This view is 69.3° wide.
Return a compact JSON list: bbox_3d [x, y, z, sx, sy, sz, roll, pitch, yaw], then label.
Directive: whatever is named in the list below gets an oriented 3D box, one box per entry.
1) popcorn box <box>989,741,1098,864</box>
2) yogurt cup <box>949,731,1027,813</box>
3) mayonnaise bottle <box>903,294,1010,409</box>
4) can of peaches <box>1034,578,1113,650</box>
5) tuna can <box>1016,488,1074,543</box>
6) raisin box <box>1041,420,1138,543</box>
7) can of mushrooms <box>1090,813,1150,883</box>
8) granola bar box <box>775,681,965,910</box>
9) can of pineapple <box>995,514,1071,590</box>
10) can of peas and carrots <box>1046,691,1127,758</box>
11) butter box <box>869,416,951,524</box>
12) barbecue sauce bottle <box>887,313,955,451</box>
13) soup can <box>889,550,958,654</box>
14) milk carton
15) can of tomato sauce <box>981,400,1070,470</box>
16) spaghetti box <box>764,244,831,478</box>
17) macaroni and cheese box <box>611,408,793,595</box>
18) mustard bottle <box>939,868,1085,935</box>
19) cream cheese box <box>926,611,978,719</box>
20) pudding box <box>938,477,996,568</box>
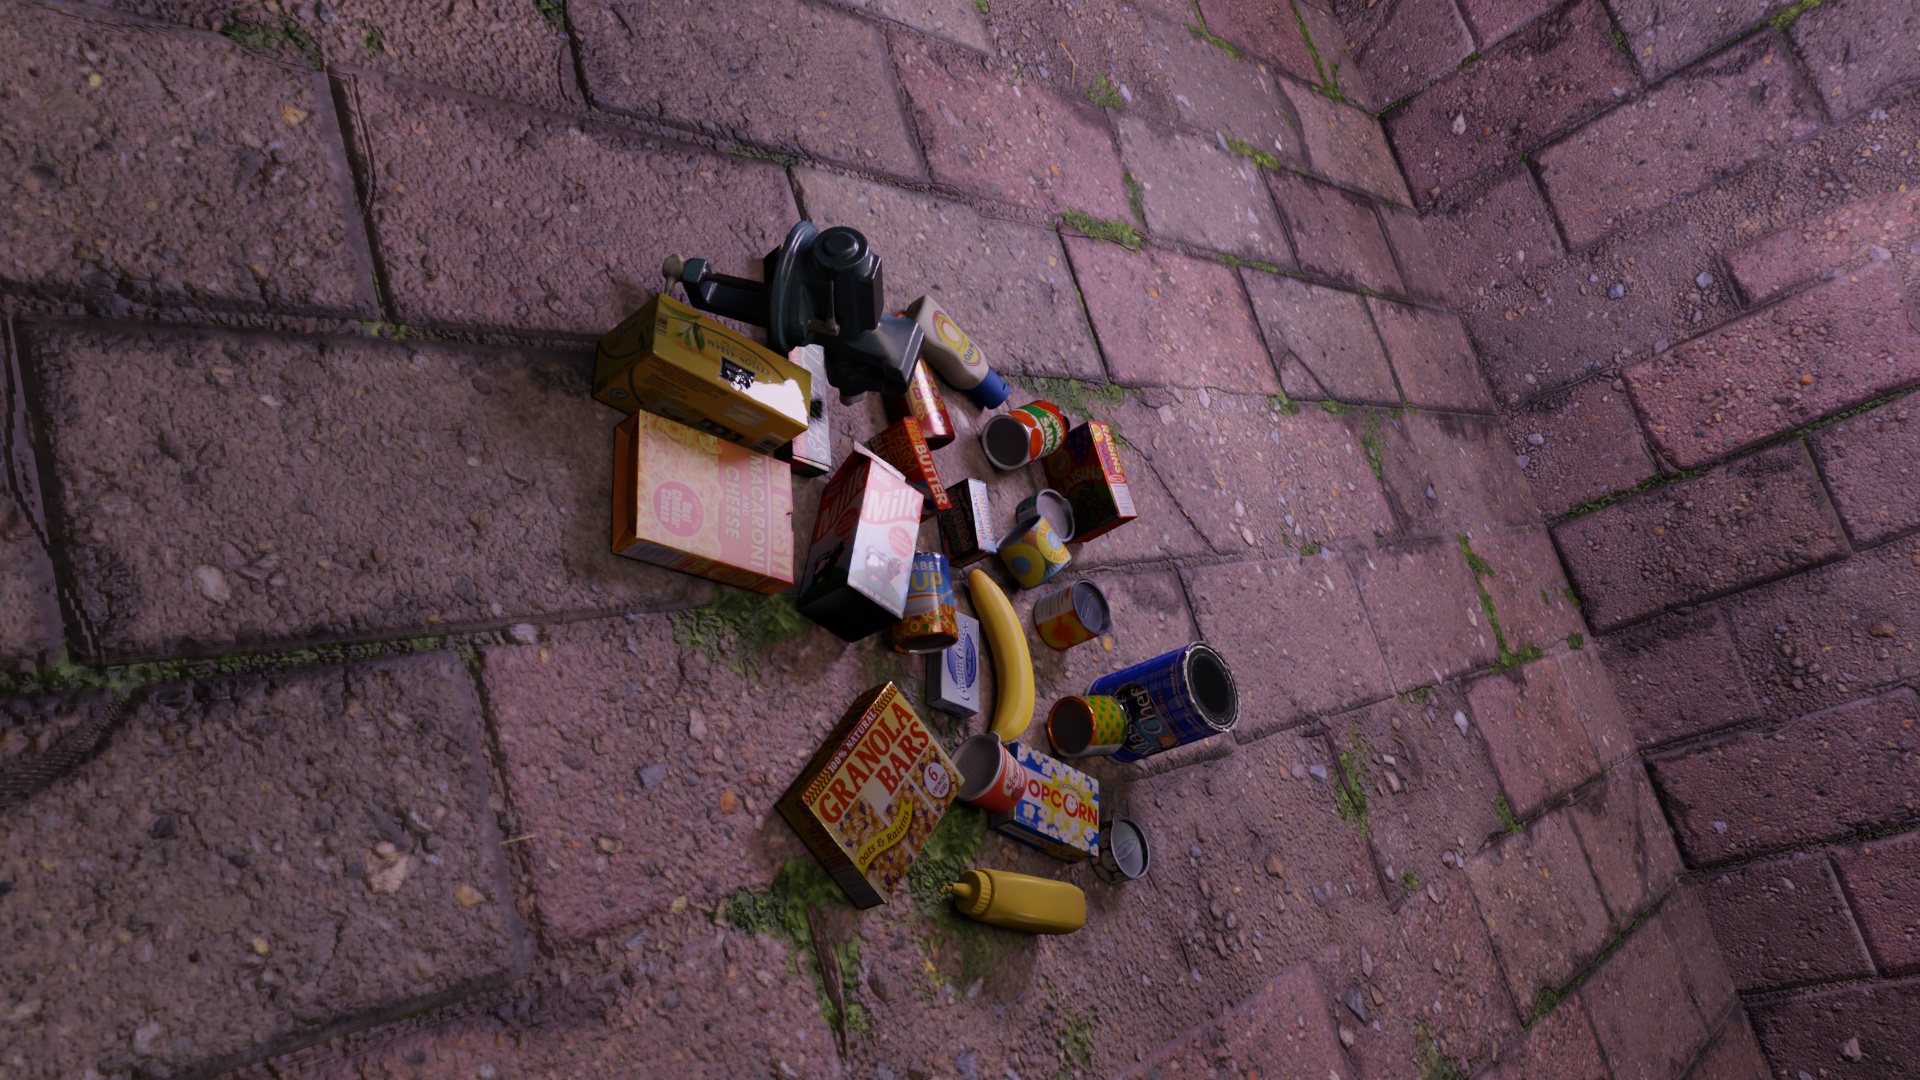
[{"bbox_3d":[0.085,0.265,1.400,0.126,0.038,0.085,31,47,-35],"label":"popcorn box"},{"bbox_3d":[0.027,0.228,1.336,0.054,0.072,0.073,41,42,-38],"label":"yogurt cup"},{"bbox_3d":[-0.005,-0.208,1.572,0.148,0.041,0.065,41,41,-25],"label":"mayonnaise bottle"},{"bbox_3d":[0.125,0.084,1.537,0.071,0.058,0.071,28,49,-38],"label":"can of peaches"},{"bbox_3d":[0.099,-0.024,1.590,0.071,0.032,0.071,27,50,-38],"label":"tuna can"},{"bbox_3d":[0.148,-0.068,1.631,0.040,0.086,0.123,-2,71,-45],"label":"raisin box"},{"bbox_3d":[0.166,0.324,1.463,0.071,0.033,0.071,26,51,-38],"label":"can of mushrooms"},{"bbox_3d":[-0.077,0.224,1.236,0.124,0.039,0.166,54,39,-12],"label":"granola bar box"},{"bbox_3d":[0.080,0.012,1.517,0.058,0.070,0.071,54,38,-11],"label":"can of pineapple"},{"bbox_3d":[0.134,0.195,1.475,0.059,0.070,0.071,5,65,-47],"label":"can of peas and carrots"},{"bbox_3d":[-0.052,-0.070,1.427,0.024,0.053,0.103,-12,78,-54],"label":"butter box"},{"bbox_3d":[-0.055,-0.169,1.490,0.065,0.043,0.148,-5,72,-49],"label":"barbecue sauce bottle"},{"bbox_3d":[-0.039,0.061,1.351,0.071,0.071,0.084,15,59,-44],"label":"soup can"},{"bbox_3d":[-0.091,-0.007,1.328,0.072,0.073,0.191,36,45,-30],"label":"milk carton"},{"bbox_3d":[0.075,-0.120,1.590,0.083,0.071,0.071,-25,88,-52],"label":"can of tomato sauce"},{"bbox_3d":[-0.163,-0.180,1.382,0.050,0.028,0.251,18,56,-42],"label":"spaghetti box"},{"bbox_3d":[-0.222,-0.030,1.217,0.166,0.040,0.124,19,56,-42],"label":"macaroni and cheese box"},{"bbox_3d":[0.045,0.334,1.293,0.160,0.065,0.049,22,57,-36],"label":"mustard bottle"},{"bbox_3d":[-0.008,0.122,1.389,0.053,0.024,0.104,26,51,-36],"label":"cream cheese box"},{"bbox_3d":[0.005,-0.018,1.465,0.030,0.049,0.084,16,58,-46],"label":"pudding box"}]
